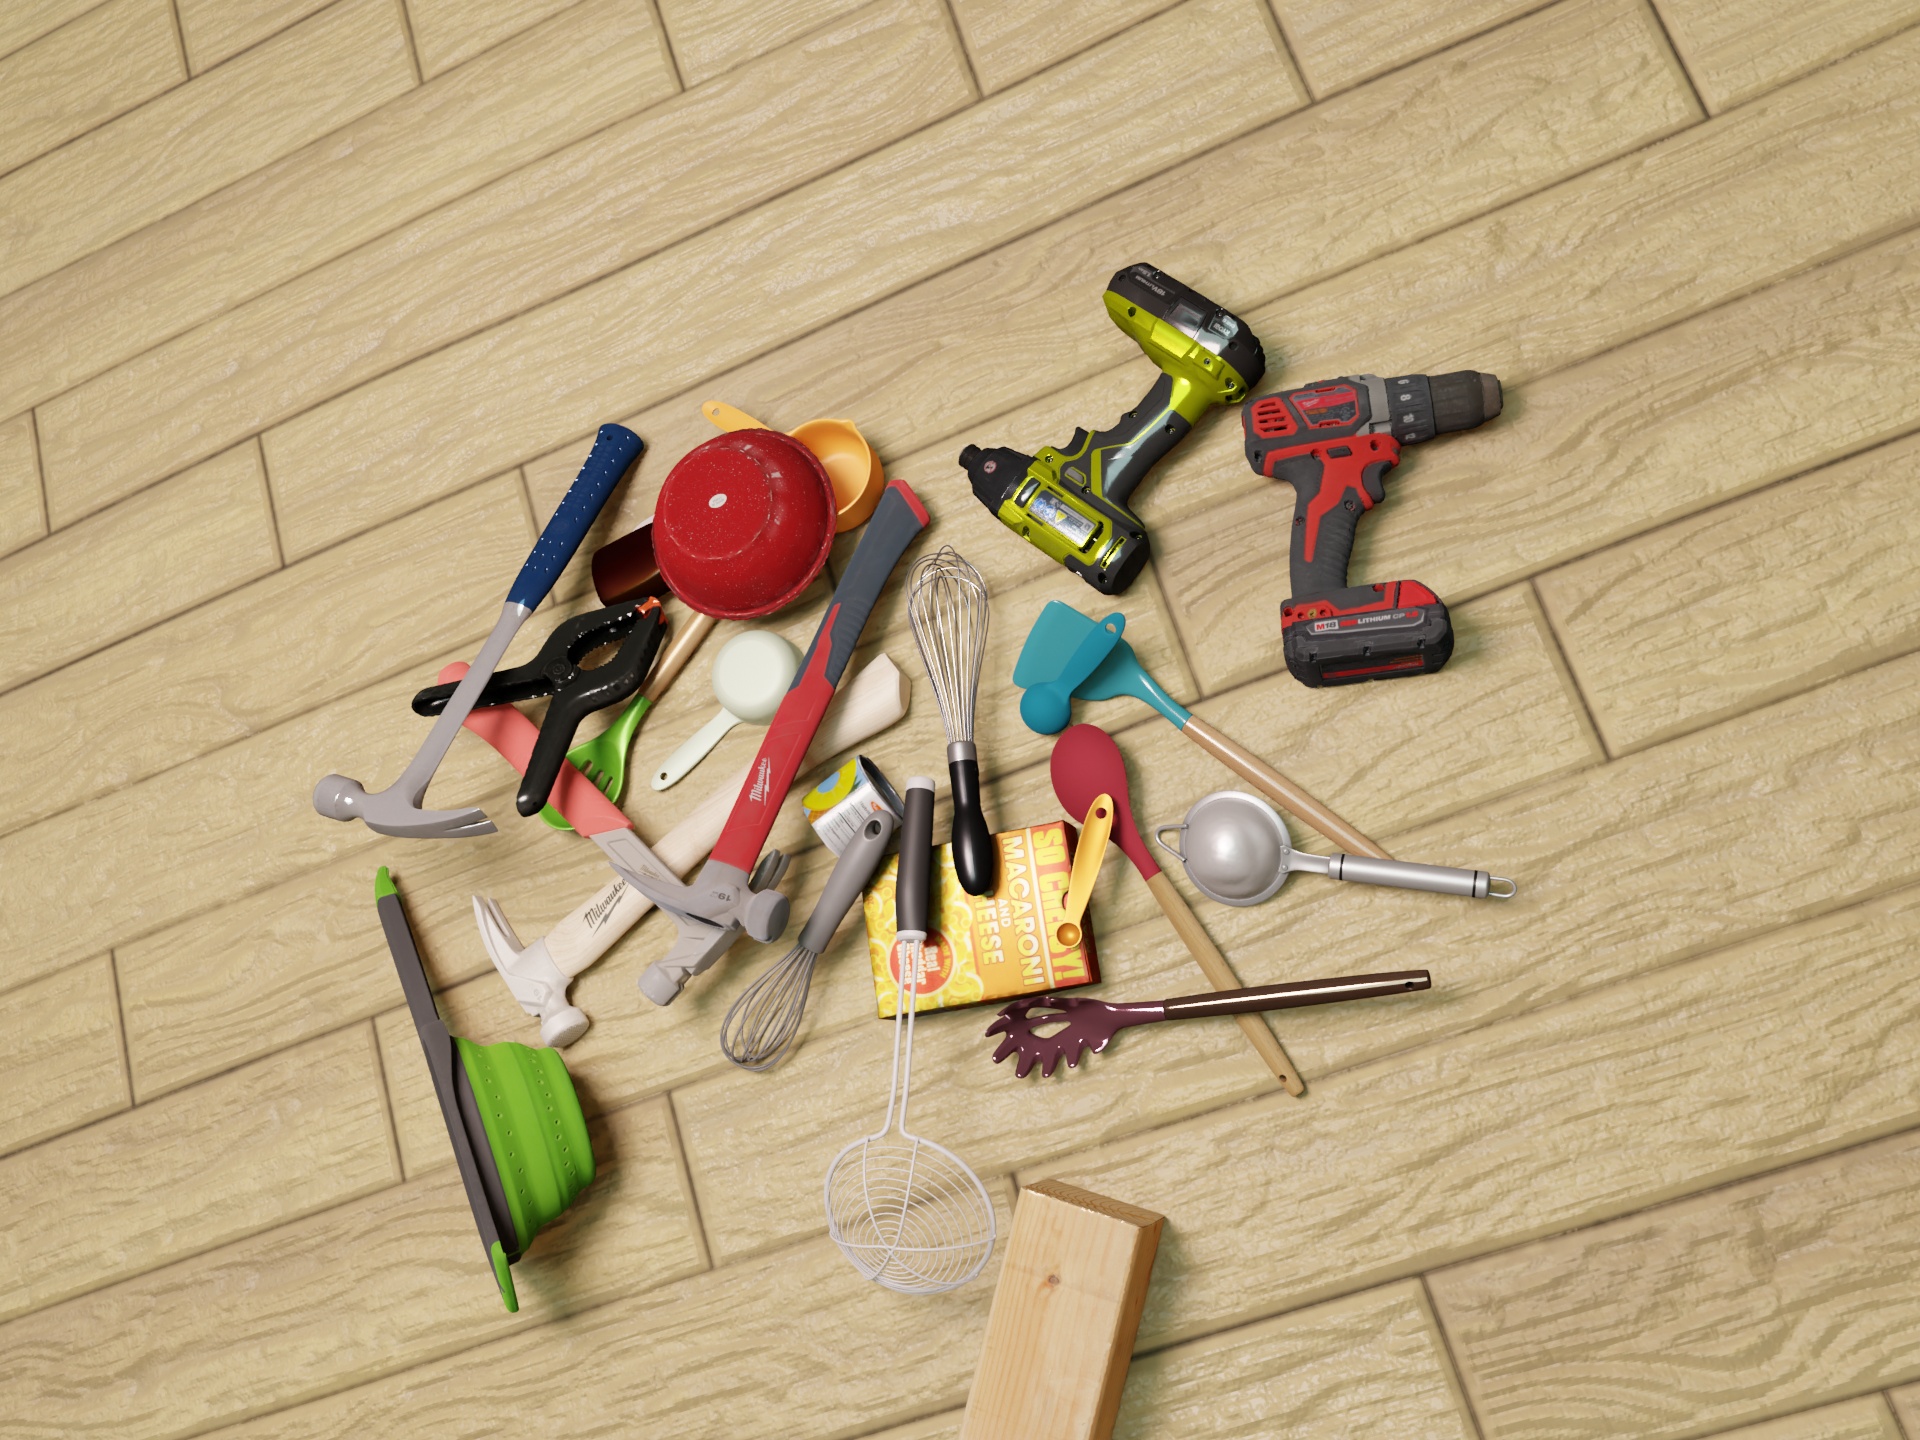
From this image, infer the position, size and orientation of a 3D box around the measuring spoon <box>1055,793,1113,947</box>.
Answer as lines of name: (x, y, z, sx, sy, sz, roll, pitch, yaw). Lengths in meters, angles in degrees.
measuring spoon: (0.092, 0.110, 1.161, 0.021, 0.011, 0.117, 13, 77, 14)

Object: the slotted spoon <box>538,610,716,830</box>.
slotted spoon: (-0.246, -0.039, 1.327, 0.070, 0.031, 0.314, 35, 88, 23)

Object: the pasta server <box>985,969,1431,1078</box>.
pasta server: (0.170, 0.205, 1.124, 0.316, 0.040, 0.060, -11, 104, 21)

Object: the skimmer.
skimmer: (-0.030, 0.224, 1.160, 0.127, 0.090, 0.364, -5, 66, 20)

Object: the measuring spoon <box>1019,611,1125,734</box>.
measuring spoon: (0.082, -0.033, 1.183, 0.042, 0.021, 0.128, 43, 128, 7)

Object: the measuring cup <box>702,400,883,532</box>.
measuring cup: (-0.140, -0.218, 1.321, 0.174, 0.052, 0.095, 31, 89, 22)

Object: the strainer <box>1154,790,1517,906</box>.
strainer: (0.259, 0.102, 1.128, 0.258, 0.050, 0.087, 6, 102, 20)

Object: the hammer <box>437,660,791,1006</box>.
hammer: (-0.300, 0.059, 1.280, 0.359, 0.036, 0.149, 40, 89, 24)

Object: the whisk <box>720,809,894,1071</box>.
whisk: (-0.115, 0.168, 1.211, 0.055, 0.055, 0.239, 35, 102, 20)

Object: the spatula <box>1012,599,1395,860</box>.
spatula: (0.183, 0.022, 1.175, 0.318, 0.044, 0.082, 36, 123, 18)

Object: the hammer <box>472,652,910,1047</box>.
hammer: (-0.213, 0.081, 1.286, 0.410, 0.038, 0.146, -40, 69, 5)

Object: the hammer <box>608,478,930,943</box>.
hammer: (-0.130, -0.024, 1.234, 0.143, 0.038, 0.386, 15, 69, 21)

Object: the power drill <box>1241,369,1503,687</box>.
power drill: (0.309, -0.149, 1.160, 0.188, 0.080, 0.227, -8, 73, 15)

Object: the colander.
colander: (-0.375, 0.260, 1.264, 0.094, 0.204, 0.398, -17, 52, -22)

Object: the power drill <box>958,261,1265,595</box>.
power drill: (0.115, -0.232, 1.235, 0.171, 0.080, 0.223, 38, 94, 20)

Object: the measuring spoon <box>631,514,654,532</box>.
measuring spoon: (-0.228, -0.179, 1.360, 0.124, 0.018, 0.034, -23, 68, 18)

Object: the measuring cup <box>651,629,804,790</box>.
measuring cup: (-0.198, -0.005, 1.297, 0.167, 0.038, 0.083, -44, 70, 1)

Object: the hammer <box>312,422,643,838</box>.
hammer: (-0.357, -0.080, 1.285, 0.144, 0.035, 0.406, 13, 60, 19)

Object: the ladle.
ladle: (0.156, 0.137, 1.166, 0.069, 0.031, 0.316, -44, 71, 34)

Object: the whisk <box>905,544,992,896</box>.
whisk: (-0.002, -0.004, 1.211, 0.070, 0.070, 0.285, -12, 68, 14)
